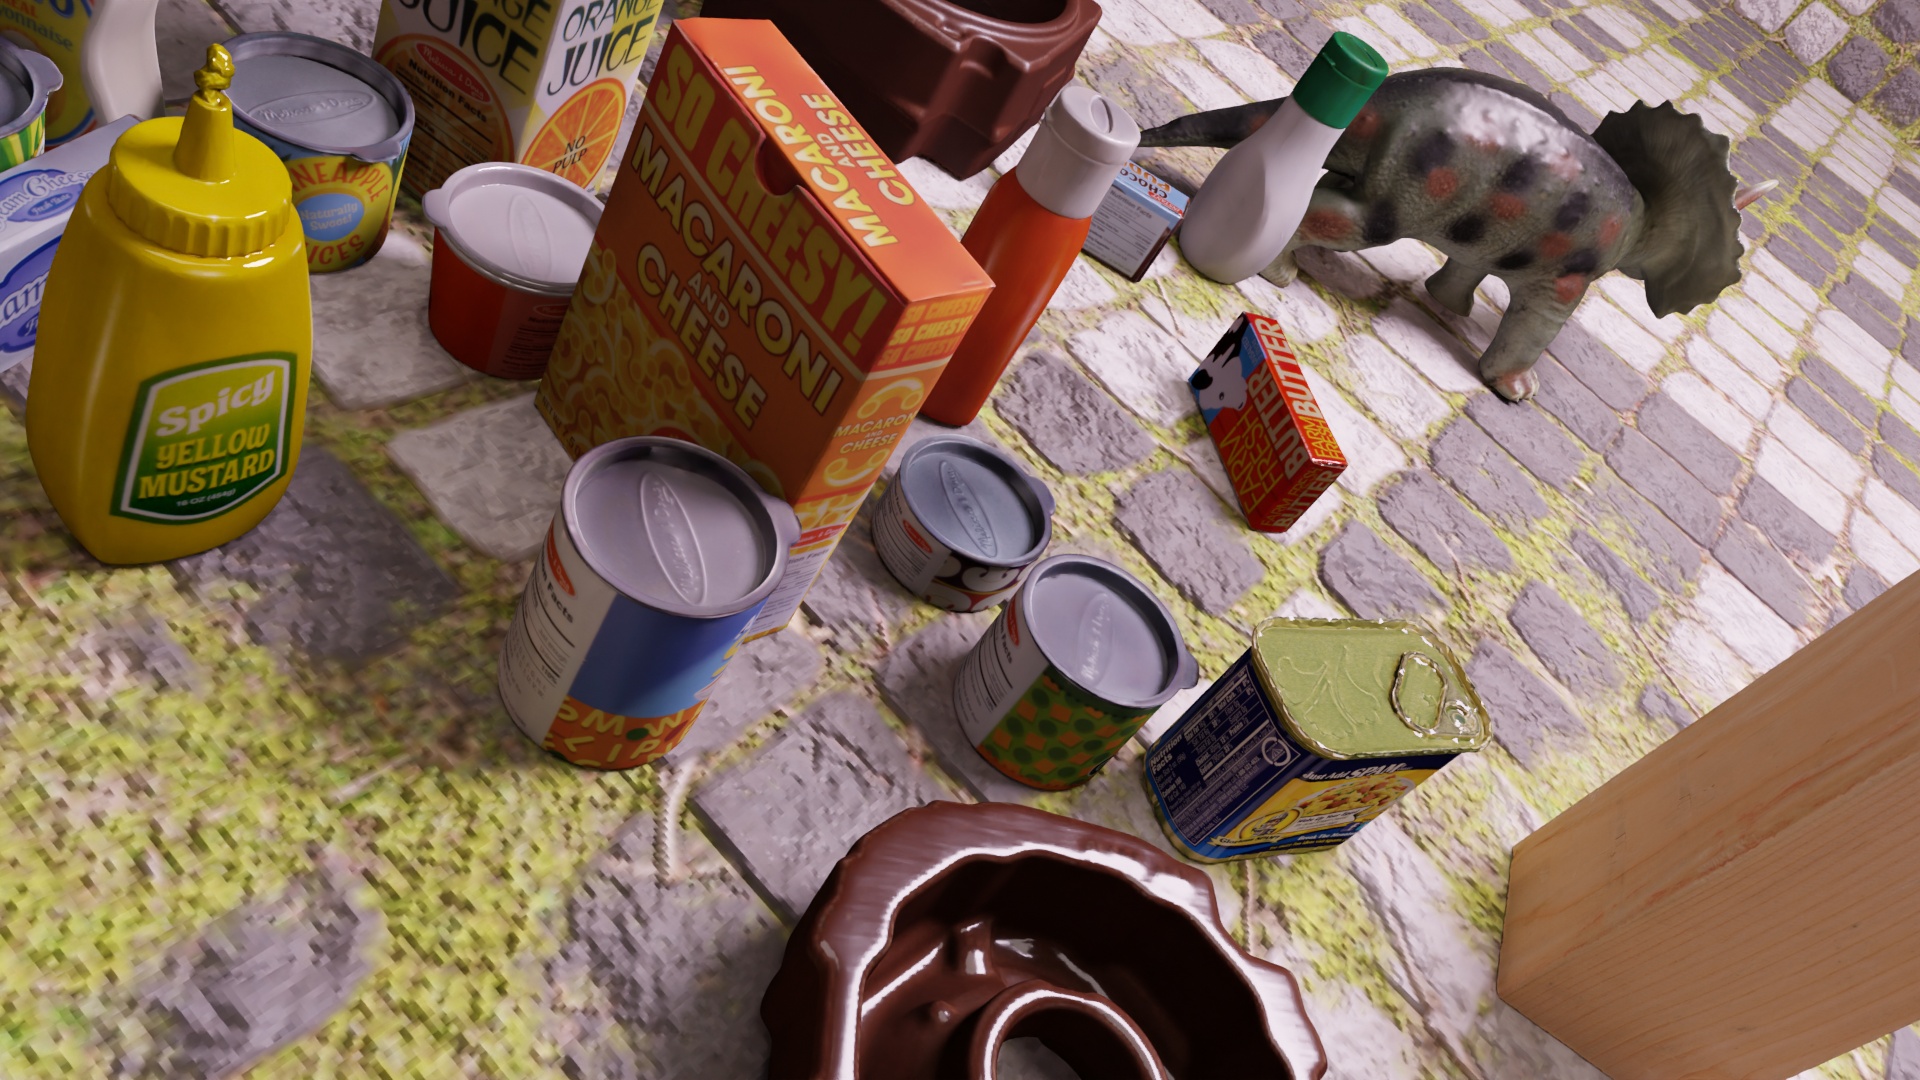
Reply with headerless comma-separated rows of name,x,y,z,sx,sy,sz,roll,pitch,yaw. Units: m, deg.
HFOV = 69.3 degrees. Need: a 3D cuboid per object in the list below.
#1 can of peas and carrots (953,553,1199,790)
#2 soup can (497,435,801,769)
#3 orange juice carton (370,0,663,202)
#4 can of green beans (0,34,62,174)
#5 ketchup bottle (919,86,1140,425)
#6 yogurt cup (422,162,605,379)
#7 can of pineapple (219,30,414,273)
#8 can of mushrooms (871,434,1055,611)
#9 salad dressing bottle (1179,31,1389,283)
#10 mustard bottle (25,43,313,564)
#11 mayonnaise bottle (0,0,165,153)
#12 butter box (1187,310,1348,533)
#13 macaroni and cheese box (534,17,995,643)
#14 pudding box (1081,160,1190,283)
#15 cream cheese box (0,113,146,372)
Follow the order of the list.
can of peas and carrots,0.041,0.049,0.503,0.071,0.058,0.071,19,43,-18
soup can,-0.095,0.020,0.420,0.071,0.083,0.072,19,43,-18
orange juice carton,-0.159,-0.211,0.516,0.073,0.191,0.072,36,40,2
can of green beans,-0.319,-0.120,0.425,0.071,0.057,0.071,19,43,-18
ketchup bottle,0.021,-0.118,0.582,0.043,0.148,0.065,19,43,-18
yogurt cup,-0.162,-0.096,0.510,0.072,0.053,0.073,19,43,-18
can of pineapple,-0.235,-0.137,0.498,0.071,0.057,0.071,19,43,-18
can of mushrooms,0.002,-0.007,0.550,0.071,0.033,0.071,19,43,-18
salad dressing bottle,0.180,-0.212,0.779,0.044,0.147,0.064,0,51,-34
mustard bottle,-0.204,-0.059,0.365,0.065,0.159,0.049,-24,67,-45
mayonnaise bottle,-0.284,-0.181,0.438,0.065,0.147,0.041,26,41,-11
butter box,0.149,-0.058,0.683,0.024,0.052,0.104,9,47,-27
macaroni and cheese box,-0.073,-0.060,0.449,0.040,0.165,0.124,-19,63,-44
pudding box,0.076,-0.185,0.758,0.084,0.049,0.030,30,41,-6
cream cheese box,-0.281,-0.085,0.420,0.024,0.053,0.104,32,41,-4
